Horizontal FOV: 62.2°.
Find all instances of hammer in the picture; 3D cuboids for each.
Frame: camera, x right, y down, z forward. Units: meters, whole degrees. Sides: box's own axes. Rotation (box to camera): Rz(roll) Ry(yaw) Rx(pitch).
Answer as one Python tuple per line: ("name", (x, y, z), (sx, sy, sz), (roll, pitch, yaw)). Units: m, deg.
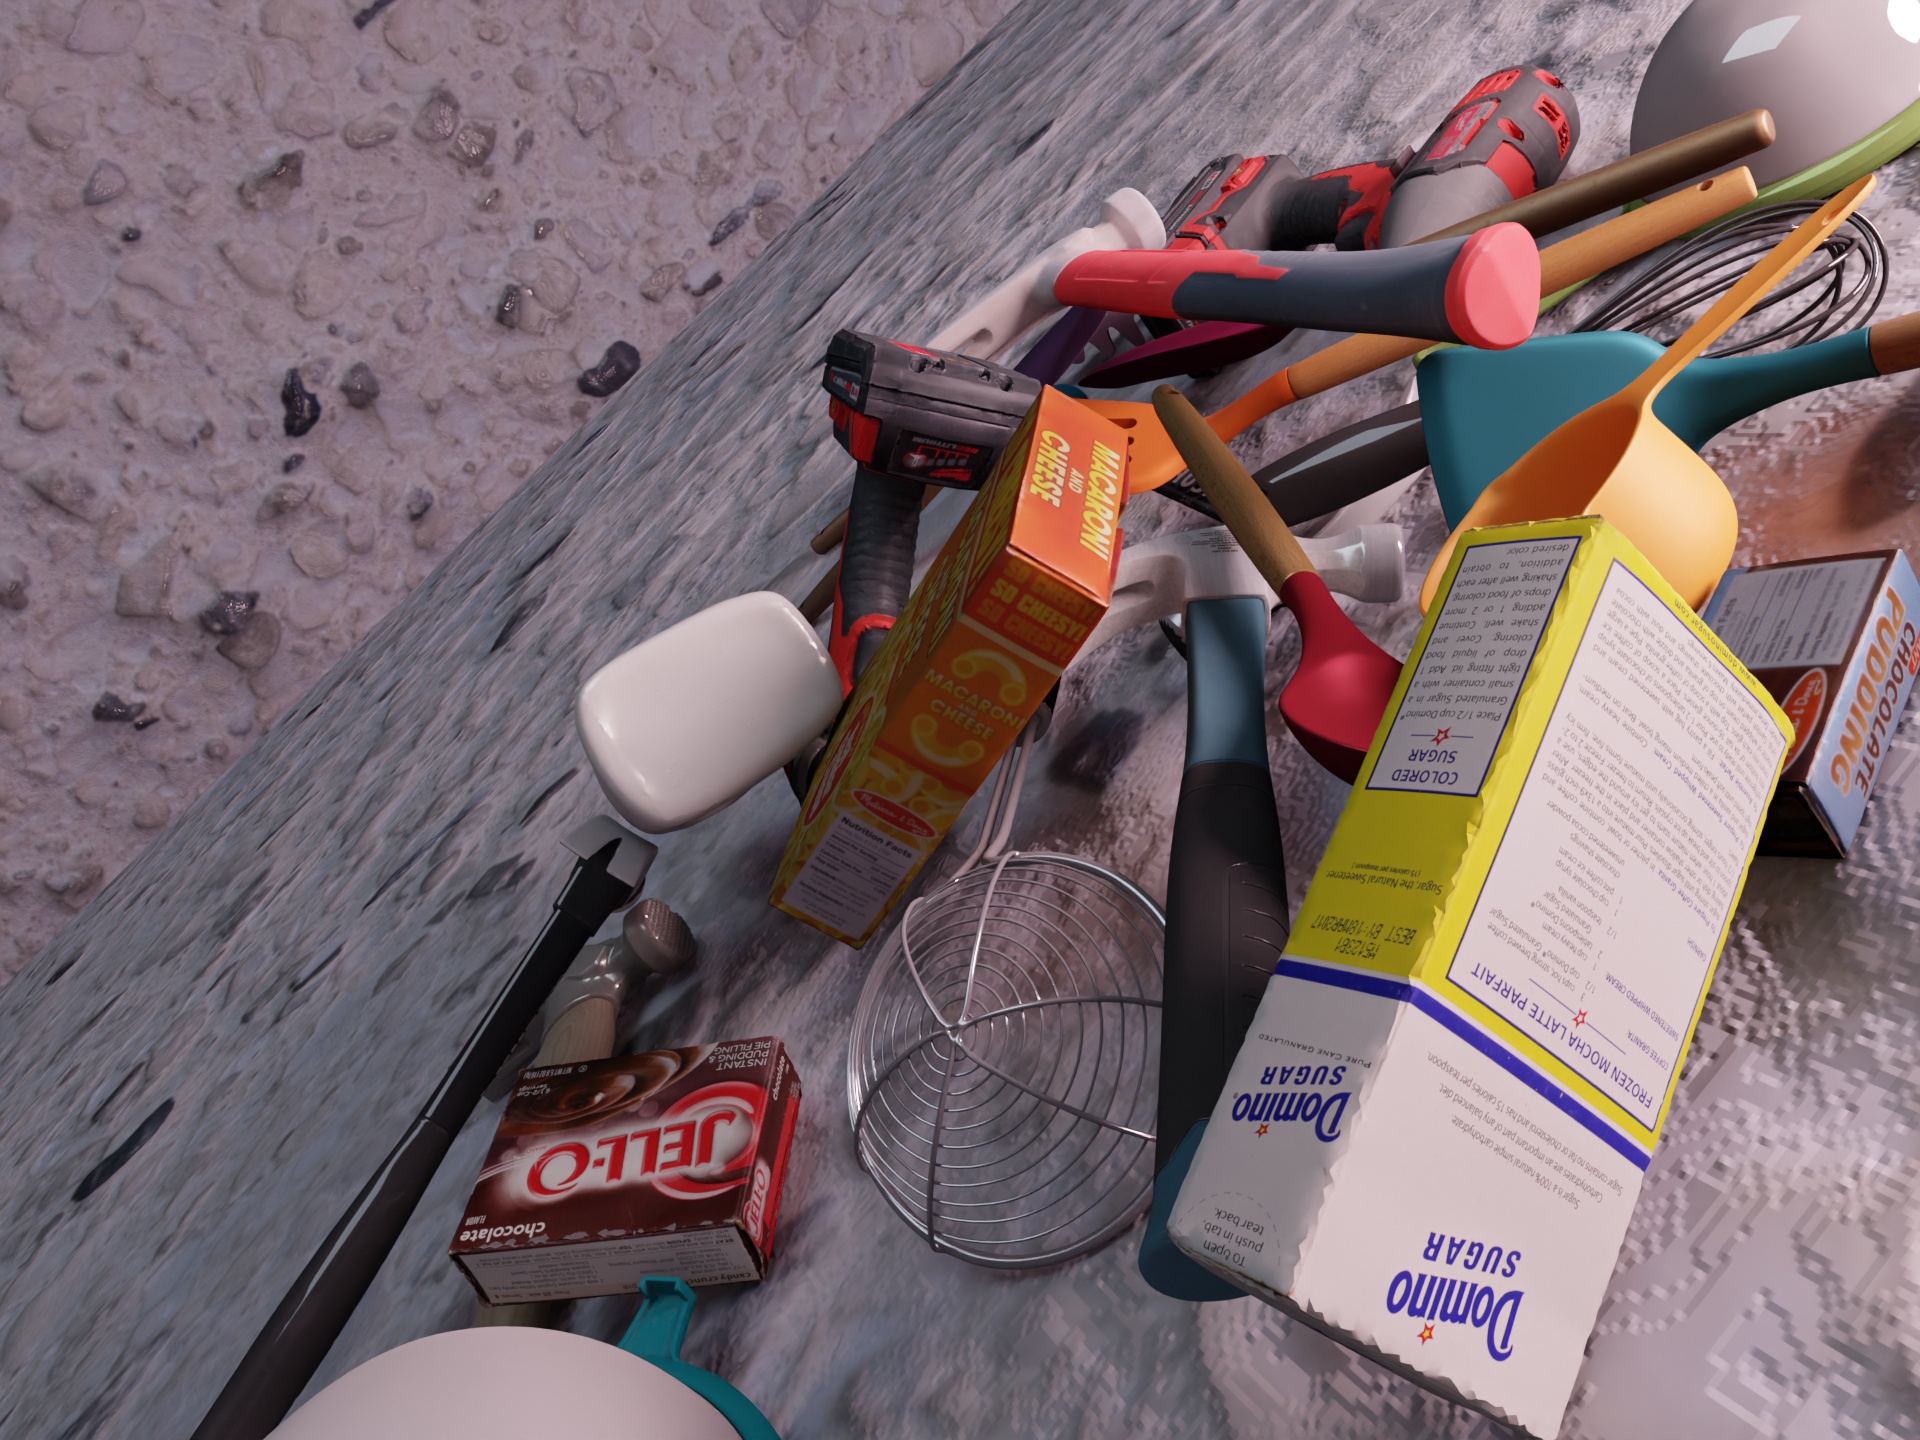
("hammer", (0.091, -0.138, 0.810), (0.149, 0.036, 0.409), (-41, 26, 0))
("hammer", (-0.228, 0.183, 0.663), (0.335, 0.035, 0.146), (-59, 4, -19))
("hammer", (0.082, 0.028, 0.483), (0.128, 0.033, 0.331), (-1, 34, 10))
("hammer", (-0.182, 0.230, 0.637), (0.146, 0.038, 0.411), (-38, 24, 14))
("hammer", (0.097, -0.175, 0.672), (0.143, 0.038, 0.387), (-38, 24, -5))

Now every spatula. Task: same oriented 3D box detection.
("spatula", (-0.013, -0.145, 0.944), (0.316, 0.018, 0.060), (-41, 30, 39))
("spatula", (0.157, -0.157, 0.664), (0.322, 0.041, 0.081), (-20, 41, 34))
("spatula", (0.290, -0.111, 0.458), (0.317, 0.082, 0.044), (-11, 6, 45))

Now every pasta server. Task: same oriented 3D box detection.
("pasta server", (0.017, -0.200, 1.069), (0.316, 0.040, 0.060), (-35, 24, 27))

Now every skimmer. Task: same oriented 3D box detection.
("skimmer", (0.034, 0.049, 0.613), (0.127, 0.090, 0.363), (-29, 16, 19))

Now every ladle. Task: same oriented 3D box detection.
("ladle", (0.109, -0.058, 0.552), (0.069, 0.031, 0.316), (0, 31, -10))

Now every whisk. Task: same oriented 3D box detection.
("whisk", (0.204, -0.117, 0.576), (0.239, 0.055, 0.055), (-22, 31, 29))

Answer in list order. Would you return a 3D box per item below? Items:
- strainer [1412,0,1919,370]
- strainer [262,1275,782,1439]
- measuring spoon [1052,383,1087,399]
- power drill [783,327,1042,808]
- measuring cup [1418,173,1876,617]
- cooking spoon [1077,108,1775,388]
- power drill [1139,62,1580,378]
("strainer", (0.286, -0.238, 0.650), (0.256, 0.069, 0.152), (-36, 24, 13))
("strainer", (-0.206, 0.275, 0.418), (0.340, 0.095, 0.211), (-31, 29, -10))
("measuring spoon", (0.062, -0.181, 0.964), (0.042, 0.021, 0.129), (-38, 22, 11))
("power drill", (-0.031, -0.051, 0.718), (0.188, 0.080, 0.226), (-127, 48, -67))
("measuring cup", (0.217, -0.079, 0.474), (0.173, 0.052, 0.095), (-47, 7, 13))
("cooking spoon", (0.179, -0.191, 0.682), (0.319, 0.017, 0.068), (-11, -2, 44))
("power drill", (0.192, -0.248, 0.815), (0.220, 0.078, 0.143), (3, 51, 55))
